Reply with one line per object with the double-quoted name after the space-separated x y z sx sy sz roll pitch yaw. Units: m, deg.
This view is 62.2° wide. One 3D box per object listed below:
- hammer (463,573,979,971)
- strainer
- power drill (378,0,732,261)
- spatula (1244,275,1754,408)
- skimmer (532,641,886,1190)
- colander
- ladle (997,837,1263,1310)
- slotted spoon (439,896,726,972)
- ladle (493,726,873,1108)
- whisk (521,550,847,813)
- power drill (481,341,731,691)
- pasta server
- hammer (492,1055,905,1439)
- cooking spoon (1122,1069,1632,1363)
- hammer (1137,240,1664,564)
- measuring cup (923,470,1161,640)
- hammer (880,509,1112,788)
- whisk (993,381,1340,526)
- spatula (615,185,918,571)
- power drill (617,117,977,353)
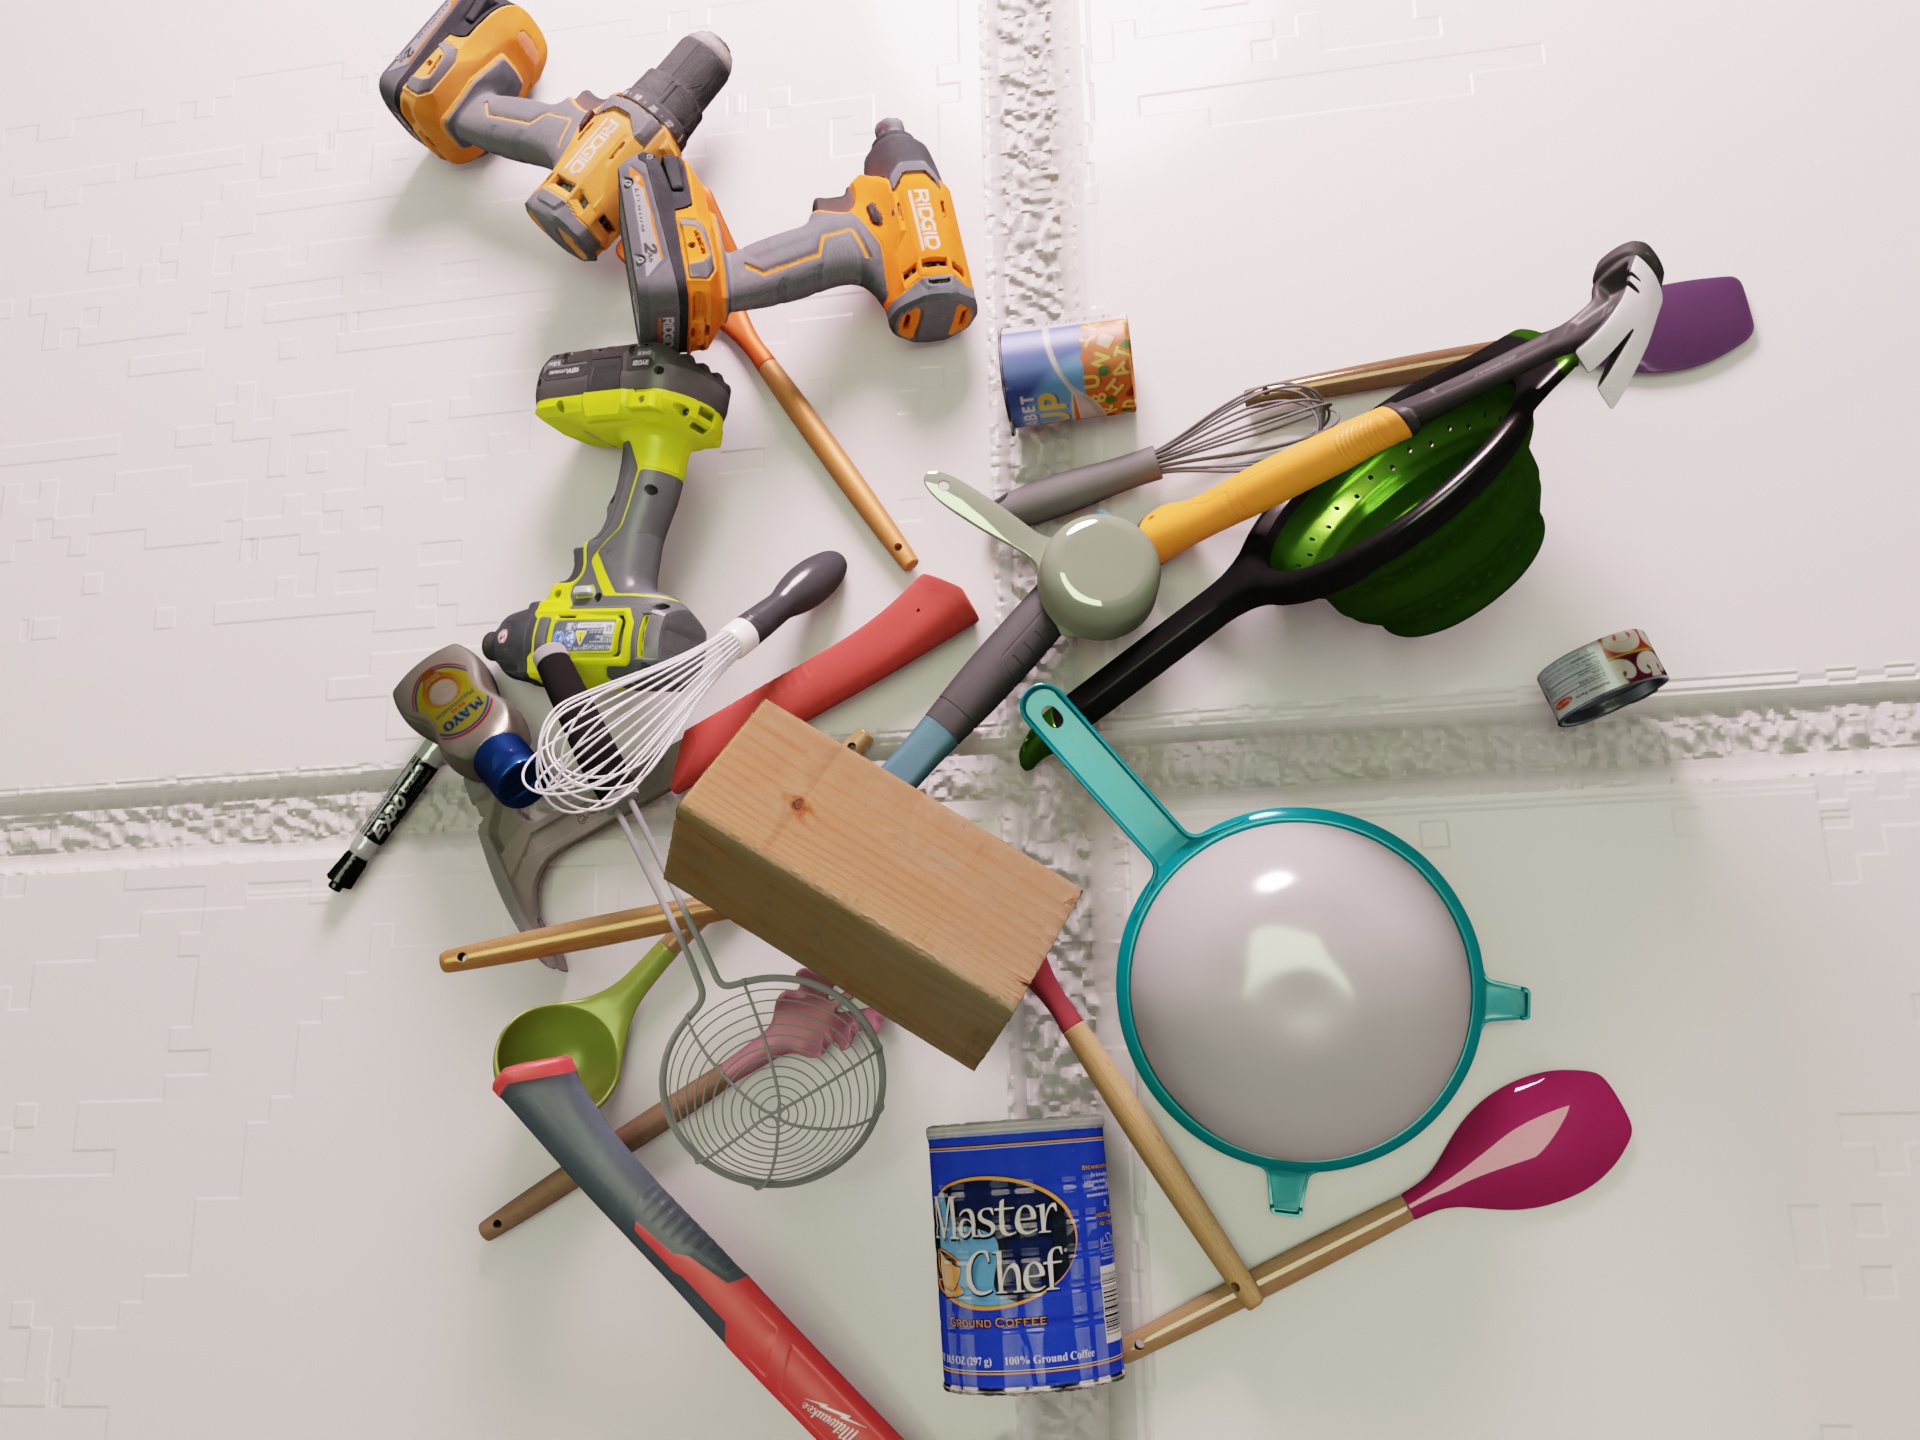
-0.147 0.017 1.037 0.359 0.036 0.149 -29 72 3 "hammer"
0.149 0.106 0.893 0.211 0.095 0.340 -42 84 4 "strainer"
-0.288 -0.453 1.154 0.226 0.084 0.185 35 83 22 "power drill"
0.340 -0.232 1.017 0.316 0.018 0.060 -8 75 8 "spatula"
-0.168 0.106 0.955 0.127 0.090 0.364 -33 63 0 "skimmer"
0.211 -0.068 0.960 0.397 0.205 0.094 -38 106 16 "colander"
0.081 0.203 0.936 0.069 0.031 0.316 -47 68 34 "ladle"
-0.161 0.119 0.979 0.313 0.031 0.070 -10 73 -5 "slotted spoon"
-0.168 0.123 1.005 0.078 0.062 0.320 42 84 6 "ladle"
-0.156 -0.034 0.977 0.070 0.070 0.285 32 47 17 "whisk"
-0.239 -0.130 1.065 0.171 0.080 0.223 2 78 30 "power drill"
-0.168 0.234 0.985 0.316 0.040 0.060 -33 82 2 "pasta server"
-0.140 0.351 0.917 0.386 0.038 0.143 44 88 8 "hammer"
0.231 0.288 0.903 0.319 0.017 0.069 -28 74 3 "cooking spoon"
0.227 -0.156 0.903 0.034 0.337 0.127 50 47 -16 "hammer"
0.049 -0.115 0.986 0.167 0.038 0.083 32 75 6 "measuring cup"
-0.002 -0.003 0.989 0.128 0.033 0.331 39 76 10 "hammer"
0.126 -0.164 1.027 0.239 0.055 0.055 -17 73 11 "whisk"
-0.123 -0.230 1.095 0.081 0.041 0.323 -35 73 0 "spatula"
-0.112 -0.332 1.075 0.226 0.084 0.164 -8 73 -13 "power drill"
